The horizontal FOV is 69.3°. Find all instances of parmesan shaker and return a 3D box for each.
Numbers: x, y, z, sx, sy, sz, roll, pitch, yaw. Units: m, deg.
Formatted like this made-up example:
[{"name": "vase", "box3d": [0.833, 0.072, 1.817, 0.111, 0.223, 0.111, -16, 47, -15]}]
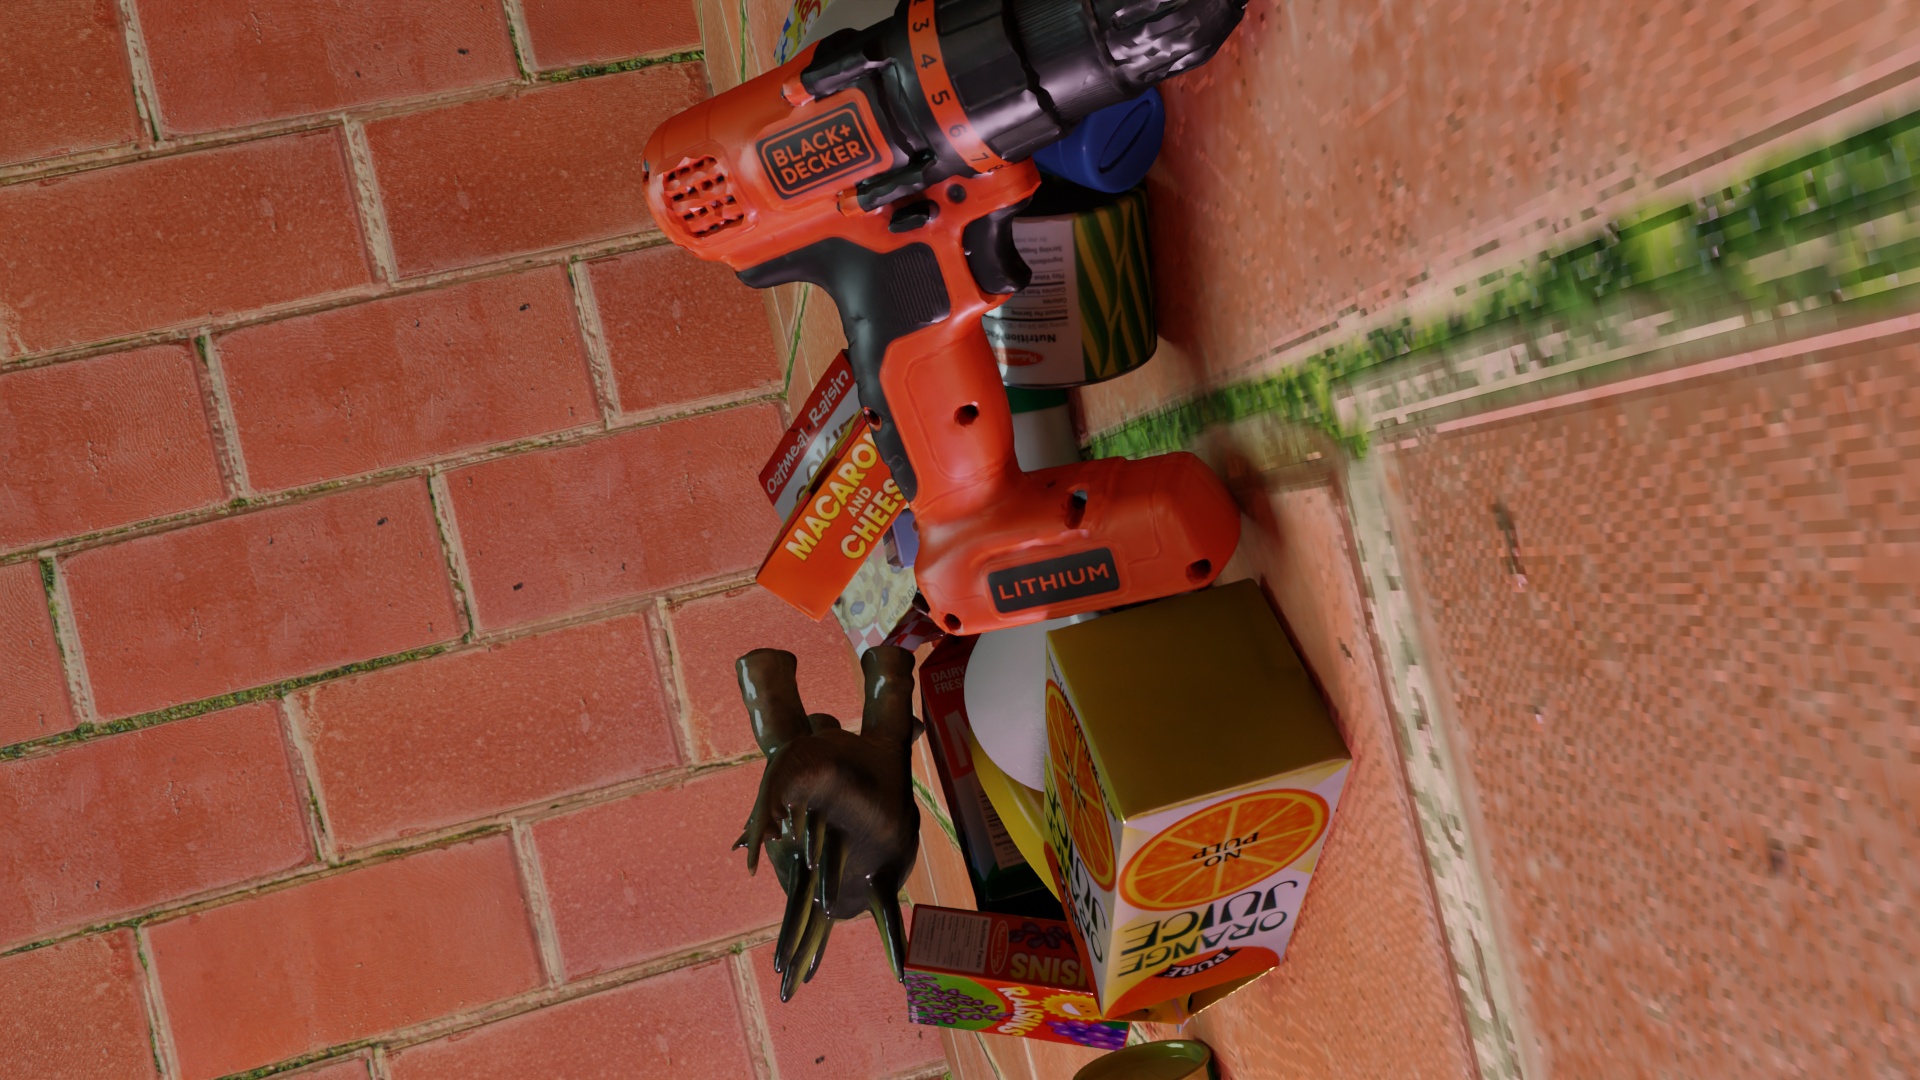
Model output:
[{"name": "parmesan shaker", "box3d": [0.094, 0.294, 0.642, 0.071, 0.071, 0.103, 141, 115, -80]}]

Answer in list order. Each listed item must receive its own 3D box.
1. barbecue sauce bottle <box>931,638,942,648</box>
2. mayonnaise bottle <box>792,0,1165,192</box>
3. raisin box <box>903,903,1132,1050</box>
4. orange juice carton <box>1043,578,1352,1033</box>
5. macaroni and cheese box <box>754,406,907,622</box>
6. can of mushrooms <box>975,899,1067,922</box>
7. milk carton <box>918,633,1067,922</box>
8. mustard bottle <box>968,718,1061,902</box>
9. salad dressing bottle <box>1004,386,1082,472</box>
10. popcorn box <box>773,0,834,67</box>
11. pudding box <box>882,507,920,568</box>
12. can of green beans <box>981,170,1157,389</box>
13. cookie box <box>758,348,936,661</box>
[{"name": "barbecue sauce bottle", "box3d": [0.015, 0.129, 0.974, 0.064, 0.044, 0.149, 97, 158, -70]}, {"name": "mayonnaise bottle", "box3d": [0.003, -0.152, 0.469, 0.148, 0.065, 0.041, 32, 173, 41]}, {"name": "raisin box", "box3d": [0.034, 0.239, 0.757, 0.085, 0.123, 0.040, 89, -171, -51]}, {"name": "orange juice carton", "box3d": [0.073, 0.105, 0.486, 0.191, 0.073, 0.072, 87, 166, -50]}, {"name": "macaroni and cheese box", "box3d": [-0.039, -0.045, 0.682, 0.040, 0.123, 0.167, 35, -162, -7]}, {"name": "can of mushrooms", "box3d": [0.047, 0.219, 0.837, 0.071, 0.071, 0.033, -117, 6, -56]}, {"name": "milk carton", "box3d": [0.024, 0.129, 0.821, 0.072, 0.073, 0.191, 89, 165, -55]}, {"name": "mustard bottle", "box3d": [0.055, 0.138, 0.685, 0.048, 0.065, 0.161, 91, 160, -43]}, {"name": "salad dressing bottle", "box3d": [0.035, -0.023, 0.620, 0.064, 0.044, 0.147, -111, 11, -80]}, {"name": "popcorn box", "box3d": [-0.059, -0.267, 0.749, 0.084, 0.038, 0.127, -59, 35, 32]}, {"name": "pudding box", "box3d": [0.003, -0.009, 0.715, 0.049, 0.084, 0.030, -178, 74, -81]}, {"name": "can of green beans", "box3d": [0.032, -0.091, 0.470, 0.071, 0.071, 0.057, -120, 19, -60]}, {"name": "cookie box", "box3d": [-0.056, -0.022, 0.892, 0.122, 0.040, 0.168, -52, 57, 31]}]
